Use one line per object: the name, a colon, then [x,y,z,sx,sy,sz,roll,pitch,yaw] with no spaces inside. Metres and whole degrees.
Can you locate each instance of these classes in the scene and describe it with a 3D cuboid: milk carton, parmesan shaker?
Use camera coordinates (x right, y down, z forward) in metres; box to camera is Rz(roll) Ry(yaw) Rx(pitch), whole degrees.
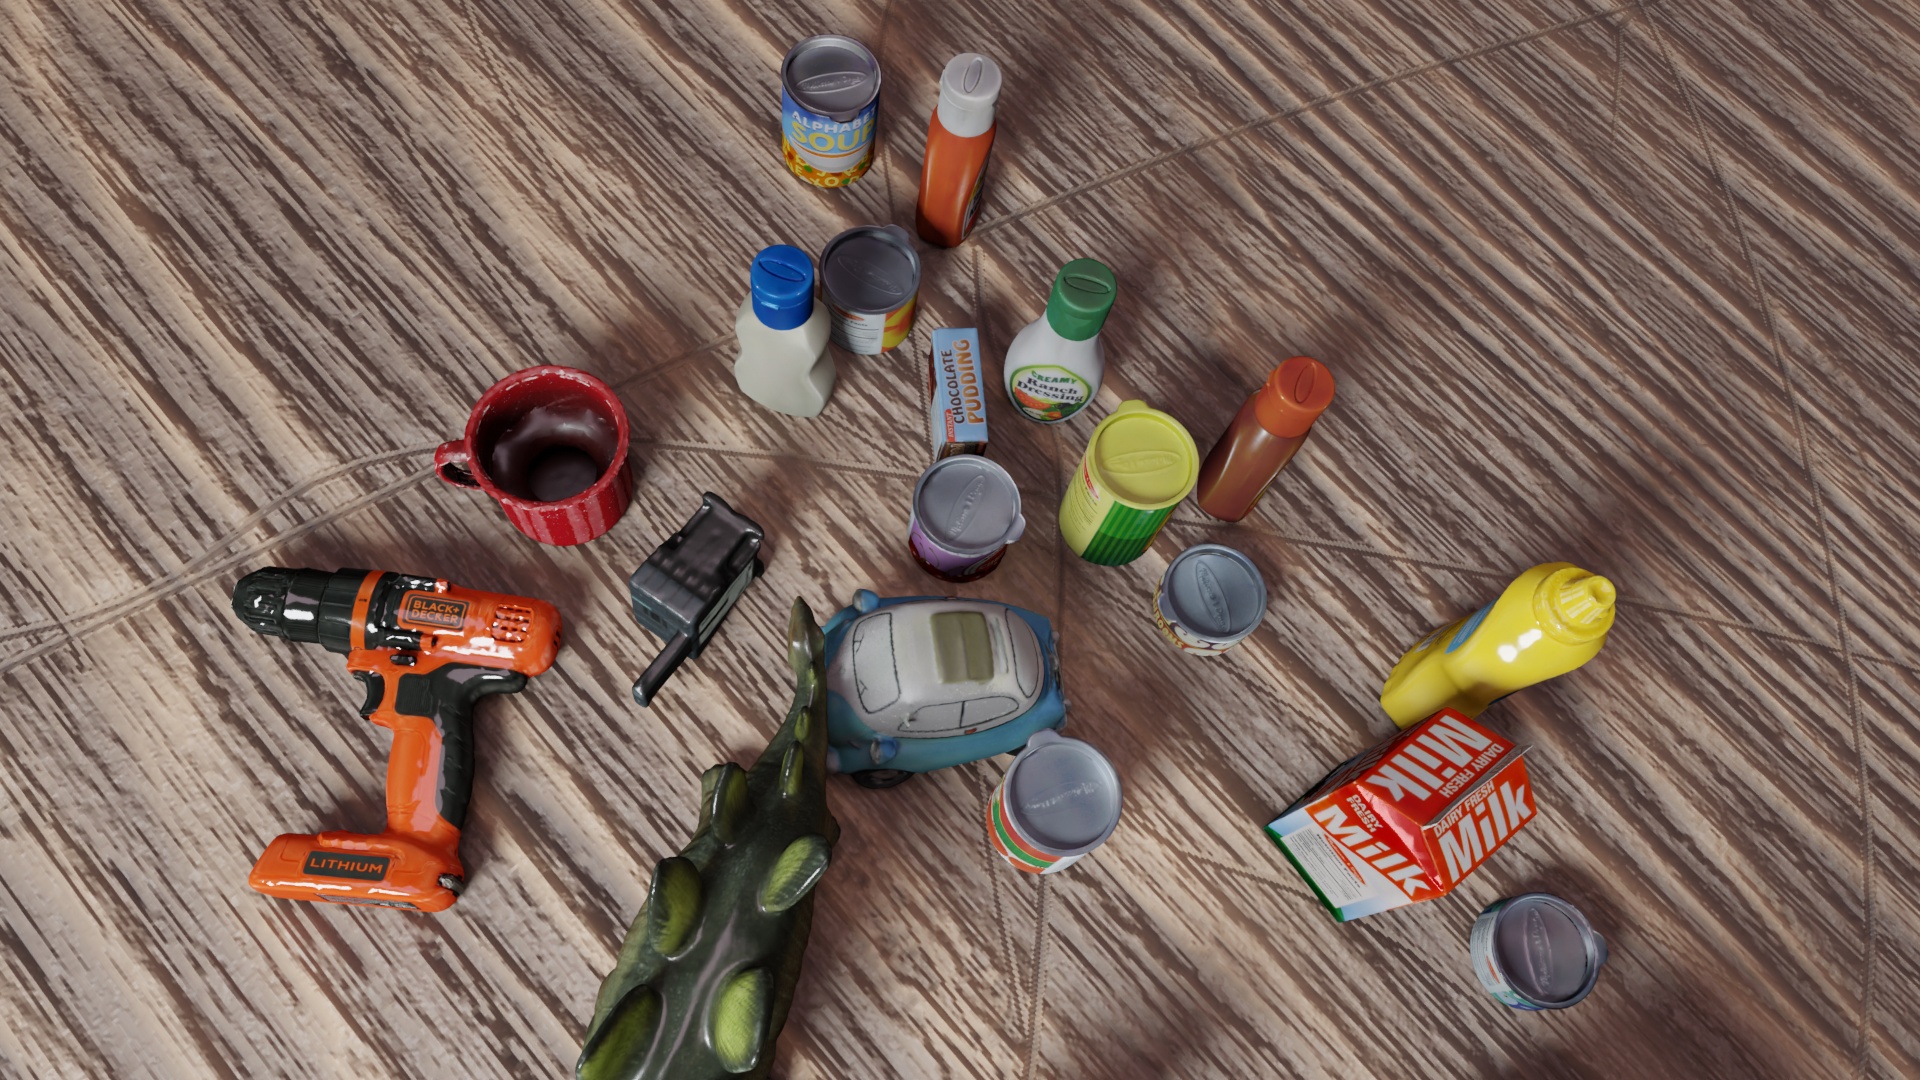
milk carton: [0.243,0.151,0.761,0.072,0.189,0.073,-34,77,-17]
parmesan shaker: [0.102,-0.034,0.862,0.071,0.102,0.071,2,69,-6]

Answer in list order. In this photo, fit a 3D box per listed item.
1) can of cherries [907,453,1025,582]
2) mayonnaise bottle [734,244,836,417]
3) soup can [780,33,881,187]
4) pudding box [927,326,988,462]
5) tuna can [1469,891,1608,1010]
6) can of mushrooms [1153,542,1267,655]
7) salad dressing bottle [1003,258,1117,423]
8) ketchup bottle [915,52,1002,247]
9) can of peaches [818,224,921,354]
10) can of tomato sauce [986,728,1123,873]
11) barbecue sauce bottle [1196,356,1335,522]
can of cherries: [0.003,-0.011,0.865,0.071,0.058,0.072,2,69,-6]
mayonnaise bottle: [-0.107,-0.126,0.849,0.065,0.147,0.041,21,69,1]
soup can: [-0.089,-0.289,0.948,0.071,0.083,0.071,2,69,-6]
pudding box: [-0.003,-0.092,0.901,0.030,0.049,0.084,-3,70,-8]
tuna can: [0.341,0.243,0.822,0.071,0.032,0.071,2,69,-6]
can of mushrooms: [0.155,0.038,0.878,0.071,0.033,0.071,2,69,-6]
salad dressing bottle: [0.065,-0.123,0.868,0.064,0.147,0.044,14,69,-1]
ketchup bottle: [-0.001,-0.257,0.911,0.043,0.148,0.065,17,69,0]
can of peaches: [-0.059,-0.166,0.918,0.071,0.058,0.071,2,69,-6]
can of tomato sauce: [0.051,0.151,0.796,0.071,0.082,0.071,2,69,-6]
barbecue sauce bottle: [0.188,-0.065,0.860,0.044,0.148,0.065,25,69,3]
